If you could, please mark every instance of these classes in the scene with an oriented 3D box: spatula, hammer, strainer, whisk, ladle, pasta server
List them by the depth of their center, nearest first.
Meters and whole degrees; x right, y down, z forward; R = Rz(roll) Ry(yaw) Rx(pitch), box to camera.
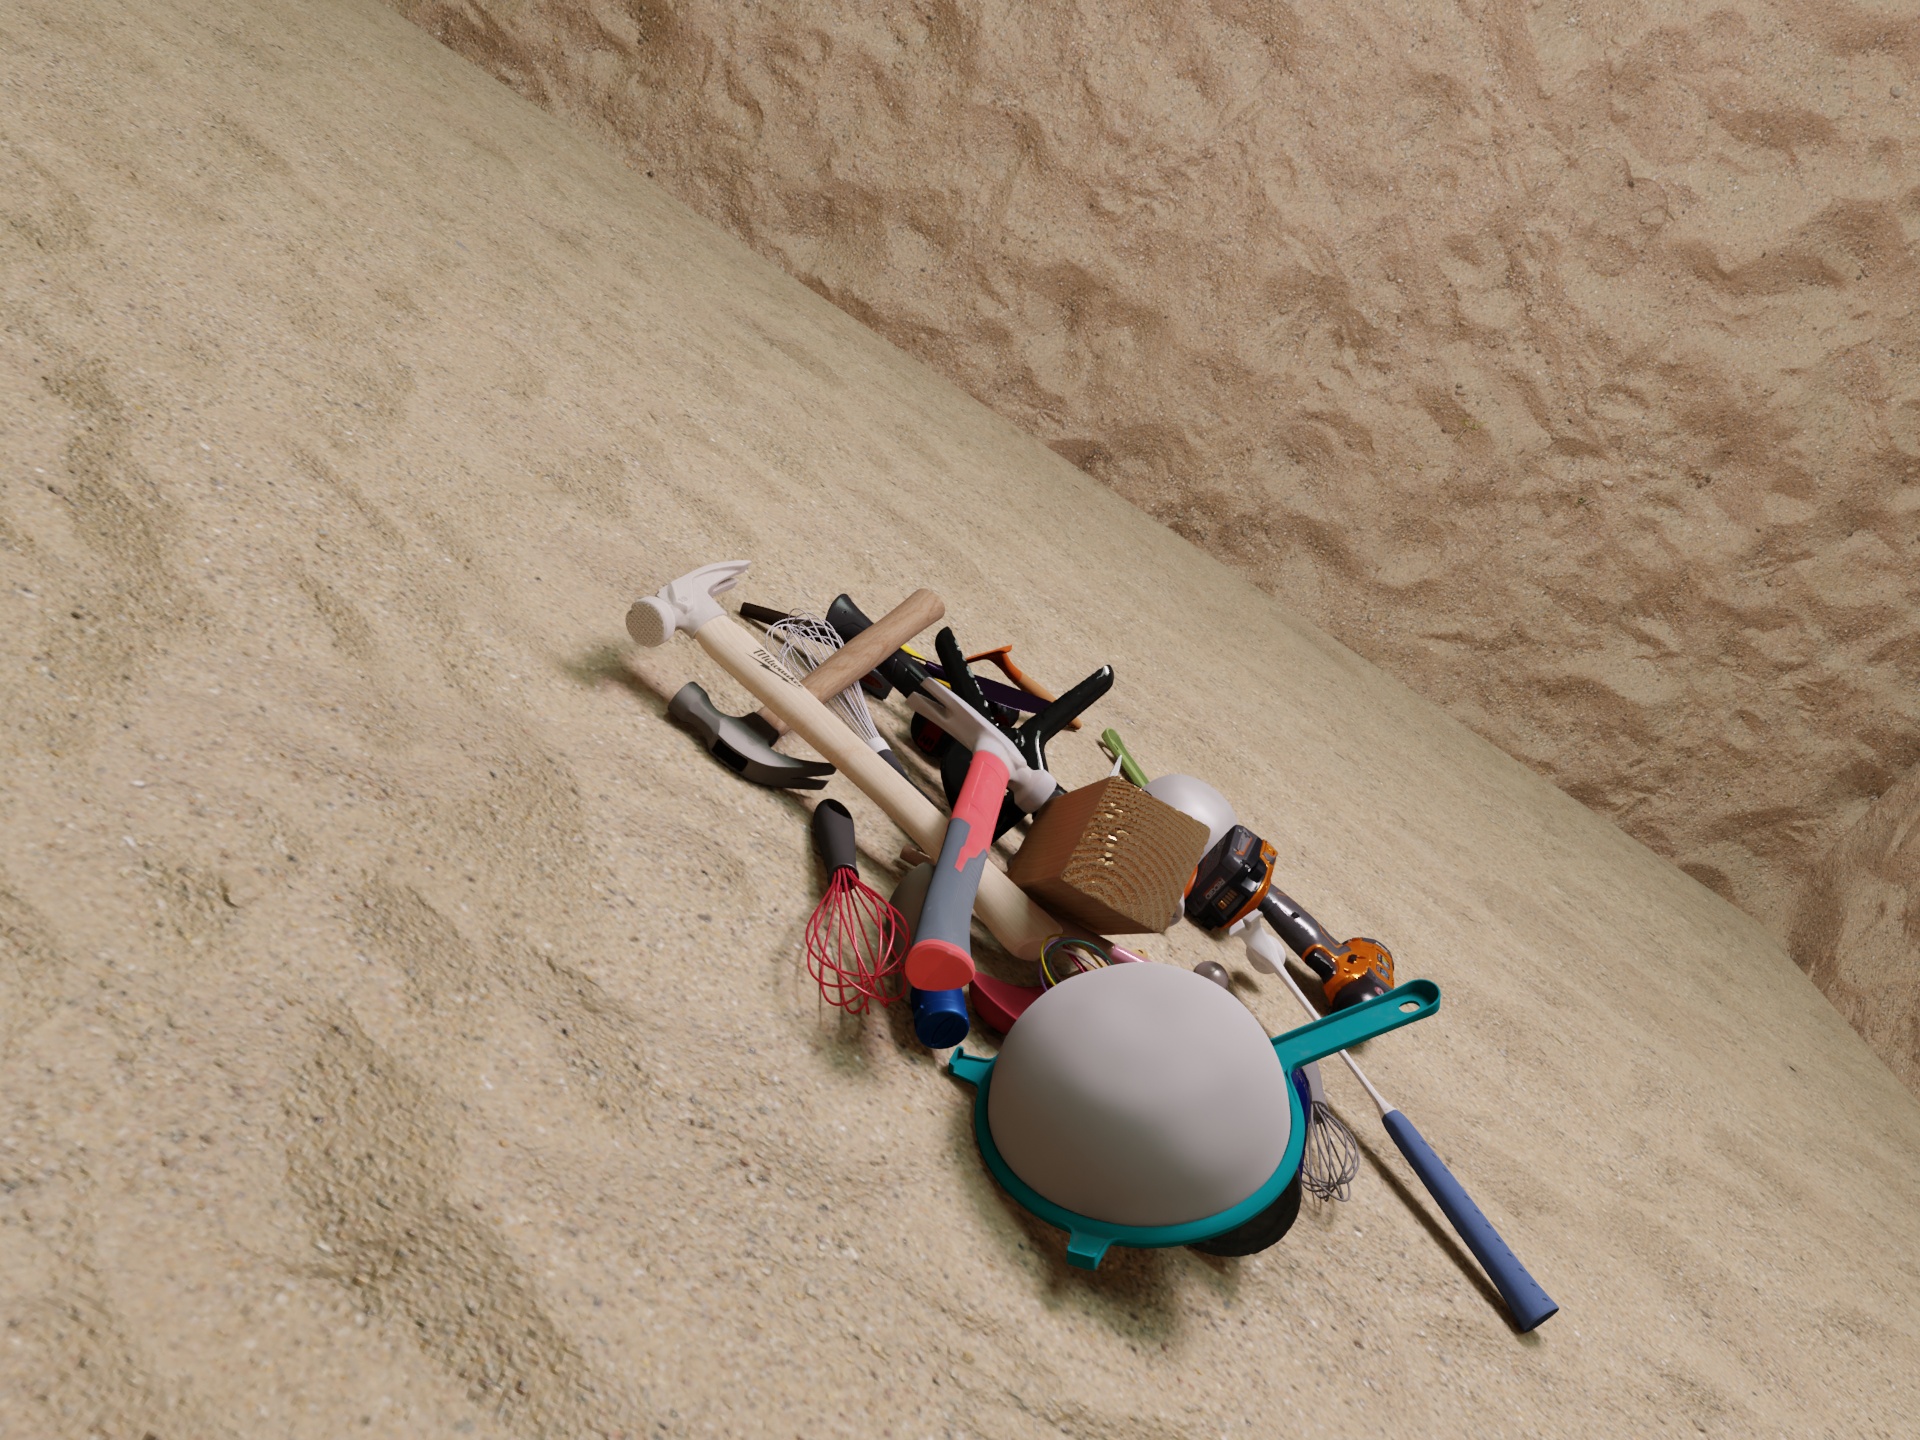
[{"bbox_3d":[0.171,0.203,1.025,0.340,0.095,0.211,-16,34,-18],"label":"strainer"},{"bbox_3d":[-0.081,0.122,1.133,0.073,0.073,0.296,29,14,-18],"label":"whisk"},{"bbox_3d":[-0.006,0.079,1.165,0.143,0.038,0.386,40,20,-7],"label":"hammer"},{"bbox_3d":[0.150,0.244,1.201,0.245,0.051,0.047,43,13,-13],"label":"whisk"},{"bbox_3d":[-0.075,0.030,1.254,0.410,0.038,0.146,43,32,5],"label":"hammer"},{"bbox_3d":[0.087,0.206,1.255,0.069,0.031,0.315,40,18,21],"label":"ladle"},{"bbox_3d":[0.092,0.179,1.266,0.316,0.040,0.060,26,12,4],"label":"pasta server"},{"bbox_3d":[0.287,0.319,1.303,0.055,0.055,0.239,34,15,-5],"label":"whisk"},{"bbox_3d":[0.354,0.324,1.343,0.406,0.035,0.143,56,4,33],"label":"hammer"},{"bbox_3d":[-0.103,-0.040,1.363,0.130,0.031,0.331,41,38,6],"label":"hammer"},{"bbox_3d":[-0.090,0.005,1.395,0.070,0.070,0.285,11,36,-50],"label":"whisk"},{"bbox_3d":[-0.002,-0.005,1.449,0.335,0.146,0.035,43,-24,20],"label":"hammer"},{"bbox_3d":[-0.059,-0.058,1.518,0.316,0.018,0.060,18,20,-1],"label":"spatula"},{"bbox_3d":[0.068,-0.031,1.683,0.322,0.081,0.041,34,45,-60],"label":"spatula"},{"bbox_3d":[0.232,0.073,1.744,0.151,0.069,0.257,19,26,-39],"label":"strainer"}]

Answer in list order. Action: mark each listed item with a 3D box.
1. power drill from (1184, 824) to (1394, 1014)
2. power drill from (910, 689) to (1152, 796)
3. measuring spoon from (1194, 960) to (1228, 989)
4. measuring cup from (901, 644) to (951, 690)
[{"bbox_3d":[0.332,0.216,1.565,0.226,0.084,0.164,40,20,2],"label":"power drill"},{"bbox_3d":[0.073,0.045,1.542,0.227,0.080,0.188,37,19,15],"label":"power drill"},{"bbox_3d":[0.227,0.245,1.407,0.034,0.018,0.124,34,20,-5],"label":"measuring spoon"},{"bbox_3d":[-0.048,-0.053,1.653,0.062,0.029,0.157,15,17,-47],"label":"measuring cup"}]
